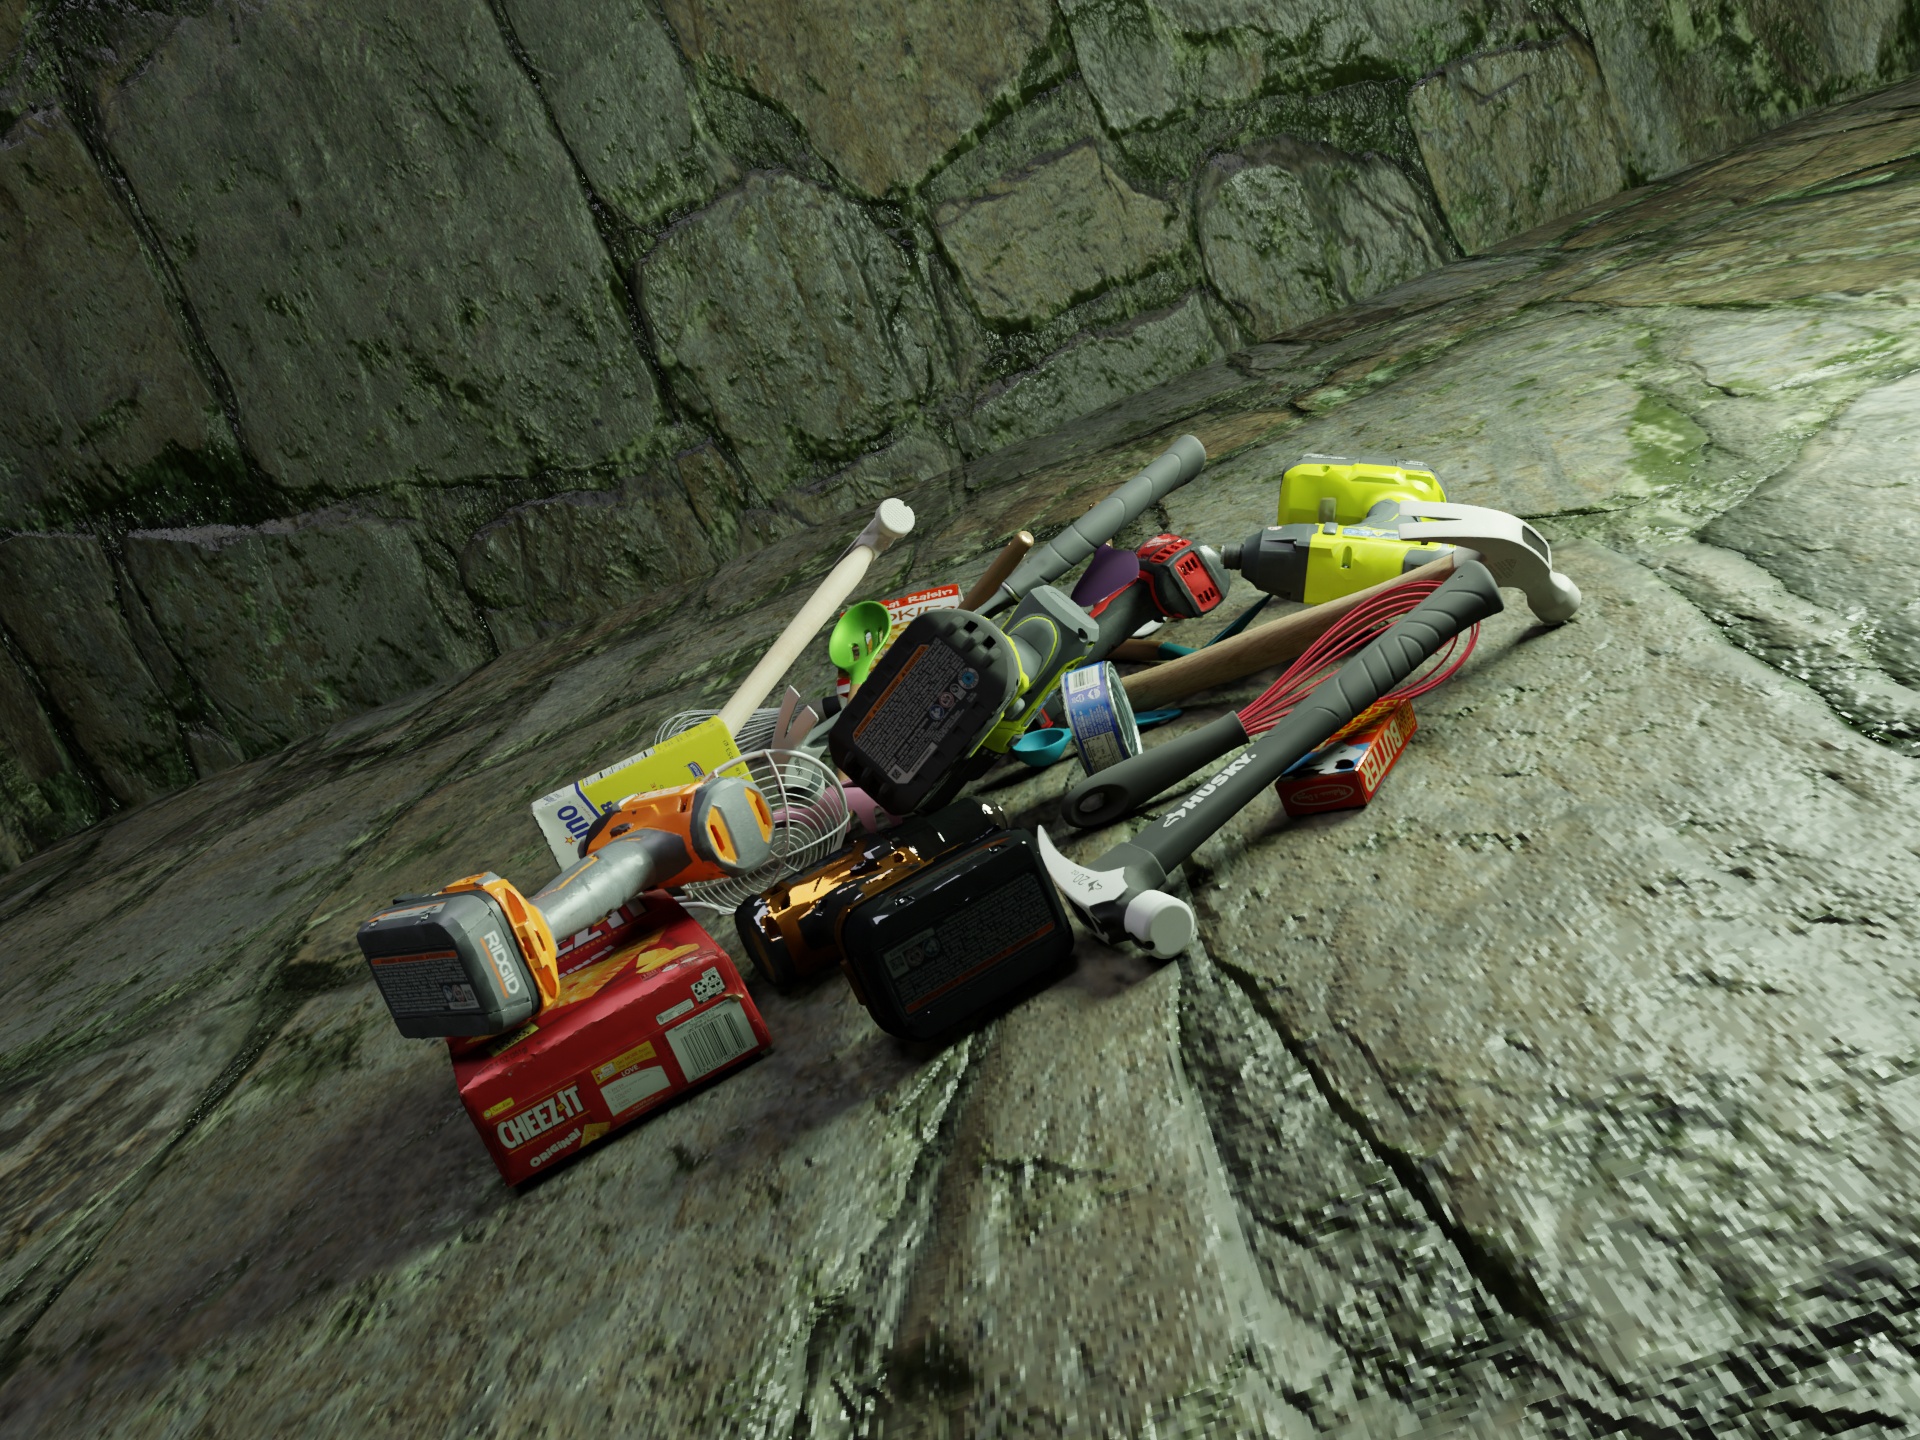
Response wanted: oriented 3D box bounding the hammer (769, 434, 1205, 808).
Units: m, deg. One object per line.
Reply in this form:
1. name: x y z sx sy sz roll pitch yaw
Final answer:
1. hammer: 0.024 -0.087 1.169 0.409 0.036 0.149 -38 -16 -14

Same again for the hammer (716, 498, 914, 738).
1. hammer: -0.181 -0.048 1.515 0.411 0.038 0.146 -55 9 -33

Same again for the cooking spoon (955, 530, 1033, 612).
1. cooking spoon: -0.022 -0.055 1.307 0.318 0.017 0.069 -49 4 46

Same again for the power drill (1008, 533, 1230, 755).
1. power drill: 0.102 -0.072 1.270 0.219 0.078 0.143 -35 15 -2

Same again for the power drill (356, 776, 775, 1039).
1. power drill: -0.241 0.106 0.964 0.164 0.084 0.226 -12 13 42

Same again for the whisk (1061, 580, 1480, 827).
1. whisk: 0.197 -0.006 1.021 0.296 0.073 0.073 -28 15 3

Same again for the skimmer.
1. skimmer: -0.240 0.120 1.162 0.363 0.127 0.090 -21 45 32

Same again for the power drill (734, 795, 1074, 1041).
1. power drill: -0.019 0.102 0.933 0.185 0.084 0.226 -27 11 -22

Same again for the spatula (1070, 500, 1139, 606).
1. spatula: 0.114 -0.142 1.301 0.060 0.018 0.316 -31 15 13

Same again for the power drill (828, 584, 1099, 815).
1. power drill: -0.002 -0.003 1.091 0.190 0.080 0.228 -51 -11 15

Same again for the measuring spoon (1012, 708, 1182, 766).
1. measuring spoon: 0.103 0.014 1.182 0.128 0.021 0.042 -12 18 6

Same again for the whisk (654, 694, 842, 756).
1. whisk: -0.168 -0.001 1.551 0.284 0.070 0.070 -15 16 10

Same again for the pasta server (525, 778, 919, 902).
1. pasta server: -0.185 0.100 1.220 0.316 0.040 0.060 -19 16 5

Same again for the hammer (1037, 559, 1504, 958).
1. hammer: 0.189 0.009 0.917 0.335 0.035 0.146 -37 23 -17

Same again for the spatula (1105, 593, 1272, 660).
1. spatula: 0.153 -0.068 1.326 0.082 0.044 0.318 -39 18 -18

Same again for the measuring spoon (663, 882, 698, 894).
1. measuring spoon: -0.247 0.136 1.277 0.124 0.018 0.034 -17 12 46

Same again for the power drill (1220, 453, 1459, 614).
1. power drill: 0.297 -0.143 1.225 0.171 0.080 0.223 7 23 14

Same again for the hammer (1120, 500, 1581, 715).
1. hammer: 0.242 -0.065 1.102 0.331 0.130 0.031 -21 46 38

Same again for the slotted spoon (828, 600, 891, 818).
1. slotted spoon: -0.092 -0.011 1.378 0.070 0.031 0.314 -29 29 18
